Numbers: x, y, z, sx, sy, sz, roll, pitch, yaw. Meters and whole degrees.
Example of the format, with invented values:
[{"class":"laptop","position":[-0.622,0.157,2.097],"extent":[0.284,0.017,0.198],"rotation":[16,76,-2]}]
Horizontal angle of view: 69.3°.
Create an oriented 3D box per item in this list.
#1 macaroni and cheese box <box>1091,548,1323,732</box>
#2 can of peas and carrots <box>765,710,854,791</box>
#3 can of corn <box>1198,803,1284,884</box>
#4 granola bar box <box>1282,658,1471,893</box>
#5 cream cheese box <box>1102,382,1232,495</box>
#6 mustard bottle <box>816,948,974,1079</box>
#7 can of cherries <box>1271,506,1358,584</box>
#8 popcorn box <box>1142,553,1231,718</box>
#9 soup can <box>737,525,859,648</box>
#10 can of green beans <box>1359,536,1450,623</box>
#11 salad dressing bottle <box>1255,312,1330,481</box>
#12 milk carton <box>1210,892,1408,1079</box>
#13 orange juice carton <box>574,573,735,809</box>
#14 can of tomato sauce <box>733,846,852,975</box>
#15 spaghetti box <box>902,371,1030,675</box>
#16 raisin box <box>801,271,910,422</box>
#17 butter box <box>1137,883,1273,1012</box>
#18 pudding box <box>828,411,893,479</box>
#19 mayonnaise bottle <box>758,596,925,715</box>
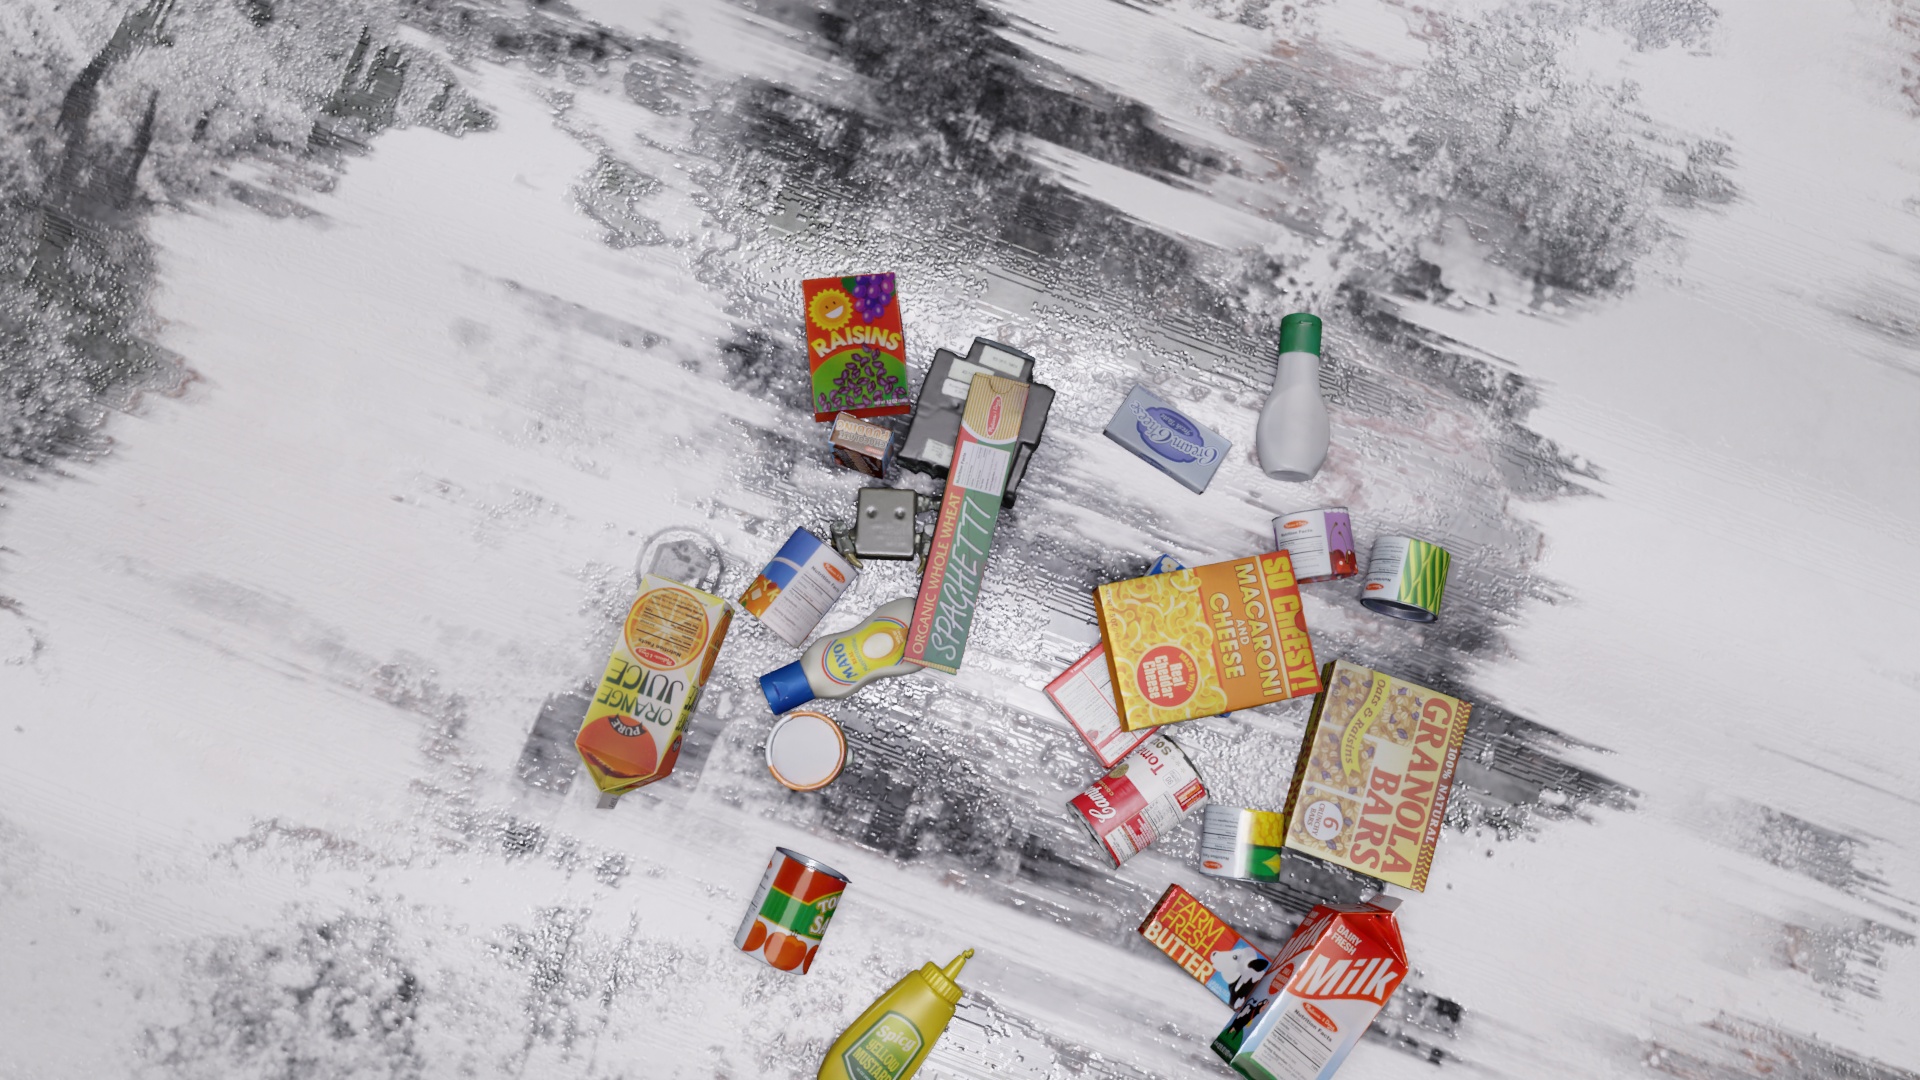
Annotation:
[{"class":"macaroni and cheese box","position":[0.205,0.084,1.158],"extent":[0.167,0.040,0.124],"rotation":[-11,81,-5]},{"class":"can of peas and carrots","position":[-0.125,0.176,1.156],"extent":[0.071,0.058,0.071],"rotation":[0,80,-2]},{"class":"can of corn","position":[0.236,0.253,1.157],"extent":[0.071,0.071,0.058],"rotation":[8,80,-1]},{"class":"granola bar box","position":[0.352,0.200,1.185],"extent":[0.124,0.039,0.166],"rotation":[19,79,1]},{"class":"cream cheese box","position":[0.185,-0.090,1.236],"extent":[0.104,0.024,0.053],"rotation":[33,80,3]},{"class":"mustard bottle","position":[-0.045,0.391,1.125],"extent":[0.065,0.048,0.160],"rotation":[42,81,3]},{"class":"can of cherries","position":[0.309,0.005,1.206],"extent":[0.071,0.071,0.058],"rotation":[-7,81,-4]},{"class":"popcorn box","position":[0.199,0.083,1.199],"extent":[0.127,0.038,0.085],"rotation":[37,79,4]},{"class":"soup can","position":[-0.139,0.039,1.178],"extent":[0.071,0.071,0.084],"rotation":[38,81,4]},{"class":"can of green beans","position":[0.386,0.034,1.203],"extent":[0.071,0.071,0.058],"rotation":[17,79,0]},{"class":"salad dressing bottle","position":[0.300,-0.128,1.240],"extent":[0.064,0.044,0.148],"rotation":[8,78,1]},{"class":"milk carton","position":[0.296,0.367,1.135],"extent":[0.073,0.072,0.191],"rotation":[39,81,4]},{"class":"orange juice carton","position":[-0.258,0.131,1.151],"extent":[0.073,0.071,0.193],"rotation":[20,79,1]},{"class":"can of tomato sauce","position":[-0.136,0.301,1.128],"extent":[0.071,0.071,0.083],"rotation":[24,81,2]},{"class":"spaghetti box","position":[0.004,-0.015,1.159],"extent":[0.050,0.028,0.250],"rotation":[14,85,-1]},{"class":"raisin box","position":[-0.092,-0.171,1.230],"extent":[0.086,0.040,0.123],"rotation":[-6,81,-3]},{"class":"butter box","position":[0.204,0.339,1.160],"extent":[0.103,0.024,0.053],"rotation":[39,81,4]},{"class":"pudding box","position":[-0.085,-0.081,1.191],"extent":[0.050,0.083,0.030],"rotation":[19,80,0]},{"class":"mayonnaise bottle","position":[-0.096,0.103,1.179],"extent":[0.148,0.041,0.065],"rotation":[-24,84,-7]}]
